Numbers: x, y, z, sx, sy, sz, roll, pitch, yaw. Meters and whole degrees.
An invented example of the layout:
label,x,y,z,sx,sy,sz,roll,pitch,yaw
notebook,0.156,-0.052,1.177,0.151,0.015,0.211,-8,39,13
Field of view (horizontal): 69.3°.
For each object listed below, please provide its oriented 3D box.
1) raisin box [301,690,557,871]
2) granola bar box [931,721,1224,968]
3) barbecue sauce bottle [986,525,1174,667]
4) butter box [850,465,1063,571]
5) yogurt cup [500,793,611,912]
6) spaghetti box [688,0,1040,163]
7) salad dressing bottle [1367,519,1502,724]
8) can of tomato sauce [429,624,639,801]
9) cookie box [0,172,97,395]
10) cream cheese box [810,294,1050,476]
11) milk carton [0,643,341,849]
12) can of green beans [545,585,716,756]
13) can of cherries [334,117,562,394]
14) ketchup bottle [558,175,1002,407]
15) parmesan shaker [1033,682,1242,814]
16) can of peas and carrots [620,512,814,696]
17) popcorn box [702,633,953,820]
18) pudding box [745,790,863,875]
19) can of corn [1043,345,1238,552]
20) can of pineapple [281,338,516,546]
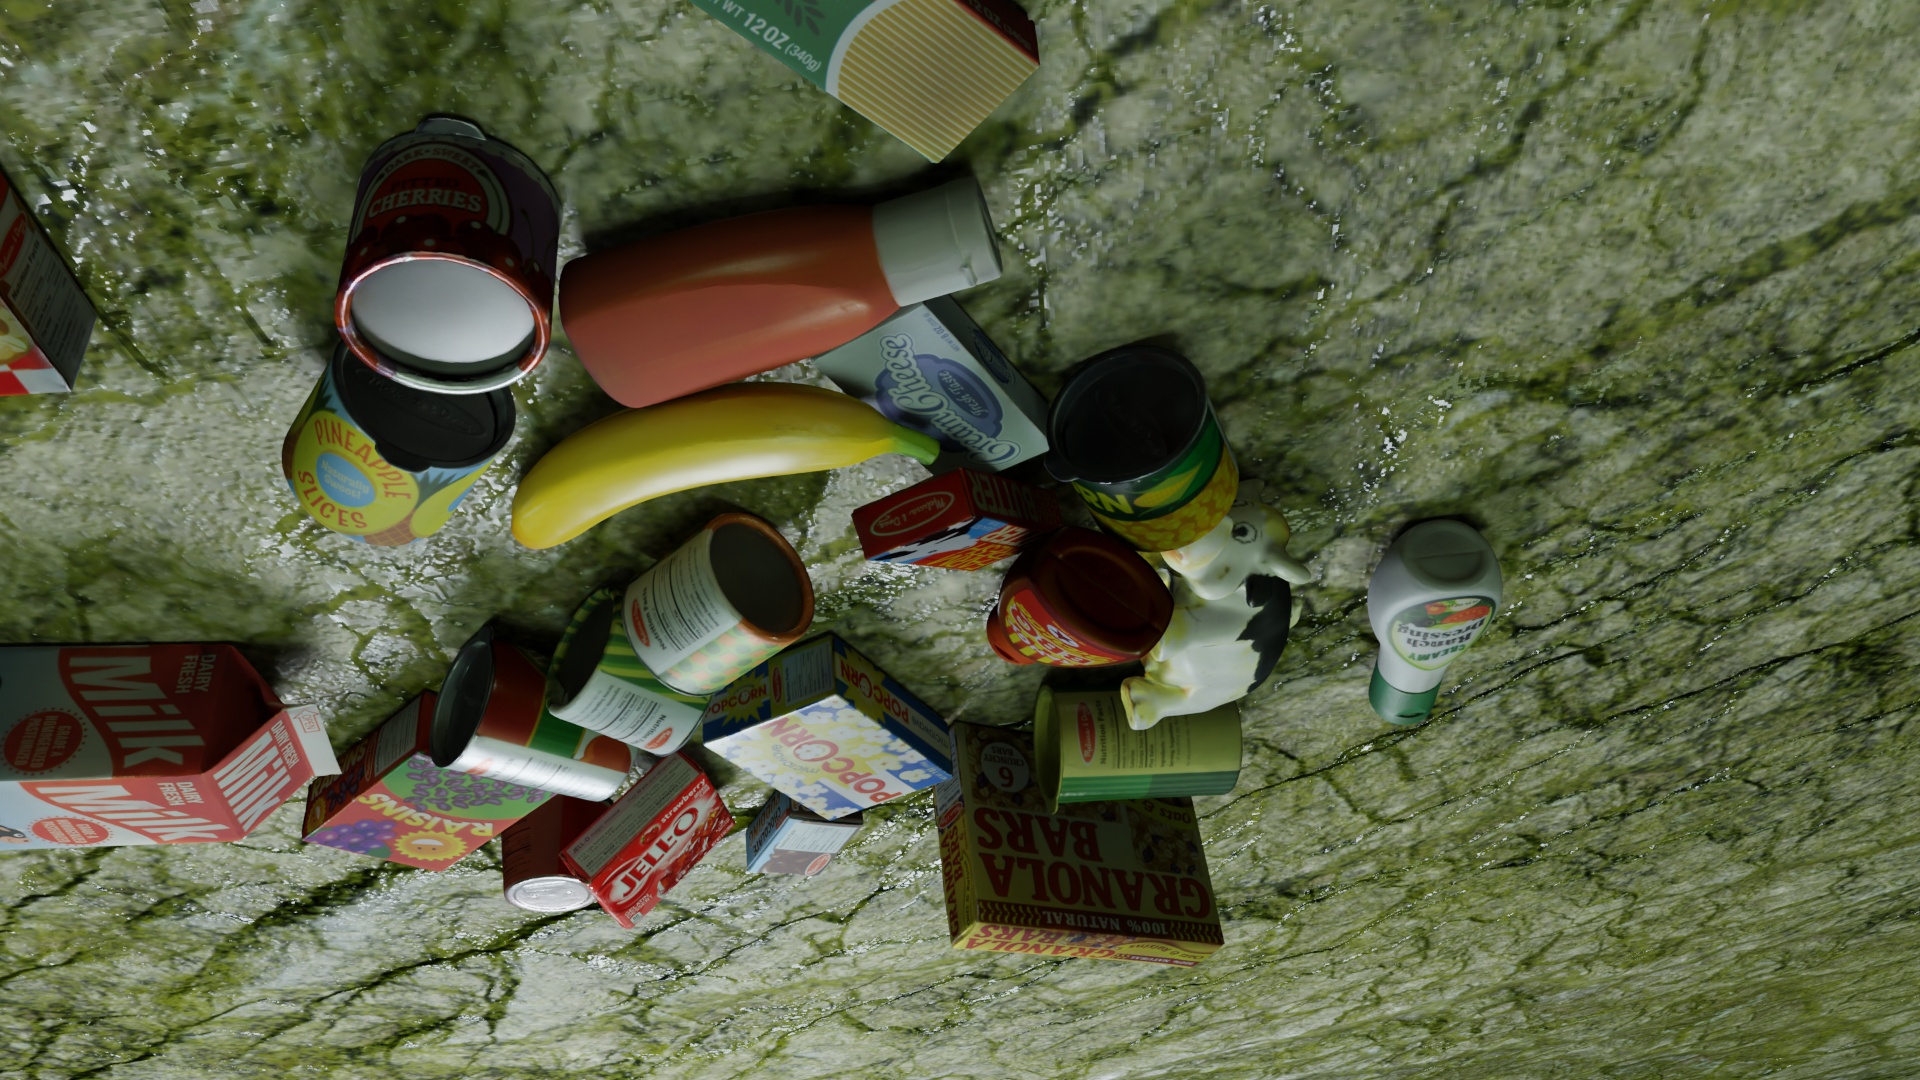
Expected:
label,x,y,z,sx,sy,sz,roll,pitch,yaw
raisin box,-0.290,0.135,0.762,0.123,0.040,0.086,-34,137,30
granola bar box,0.066,0.180,0.816,0.166,0.125,0.039,13,138,-26
barbecue sauce bottle,0.045,0.032,0.632,0.065,0.044,0.148,36,166,-3
butter box,0.002,-0.007,0.597,0.053,0.024,0.103,-21,167,23
yogurt cup,-0.242,0.187,0.829,0.072,0.054,0.072,-5,143,-4
spaghetti box,-0.083,-0.184,0.369,0.250,0.029,0.050,24,133,-37
salad dressing bottle,0.245,0.048,0.736,0.064,0.044,0.147,-7,144,2
can of tomato sauce,-0.209,0.087,0.691,0.083,0.071,0.071,23,134,-36
cookie box,-0.363,-0.109,0.412,0.123,0.040,0.166,-4,145,-5
cream cheese box,-0.010,-0.062,0.555,0.053,0.024,0.103,-23,141,23
milk carton,-0.402,0.098,0.661,0.191,0.074,0.072,0,143,-11
can of green beans,-0.155,0.062,0.659,0.058,0.071,0.071,29,131,-31
can of cherries,-0.167,-0.092,0.455,0.071,0.058,0.071,-5,145,-3
ketchup bottle,-0.061,-0.090,0.490,0.149,0.044,0.064,-14,151,9
parmesan shaker,0.098,0.115,0.778,0.103,0.071,0.071,0,144,-10
can of peas and carrots,-0.107,0.028,0.628,0.058,0.071,0.071,-33,137,30
popcorn box,-0.071,0.106,0.762,0.085,0.038,0.126,-22,142,20
pudding box,-0.099,0.179,0.866,0.050,0.030,0.083,10,141,-24
can of corn,0.074,-0.035,0.569,0.071,0.071,0.058,-19,143,15
can of pineapple,-0.208,-0.038,0.512,0.071,0.071,0.057,21,136,-33
